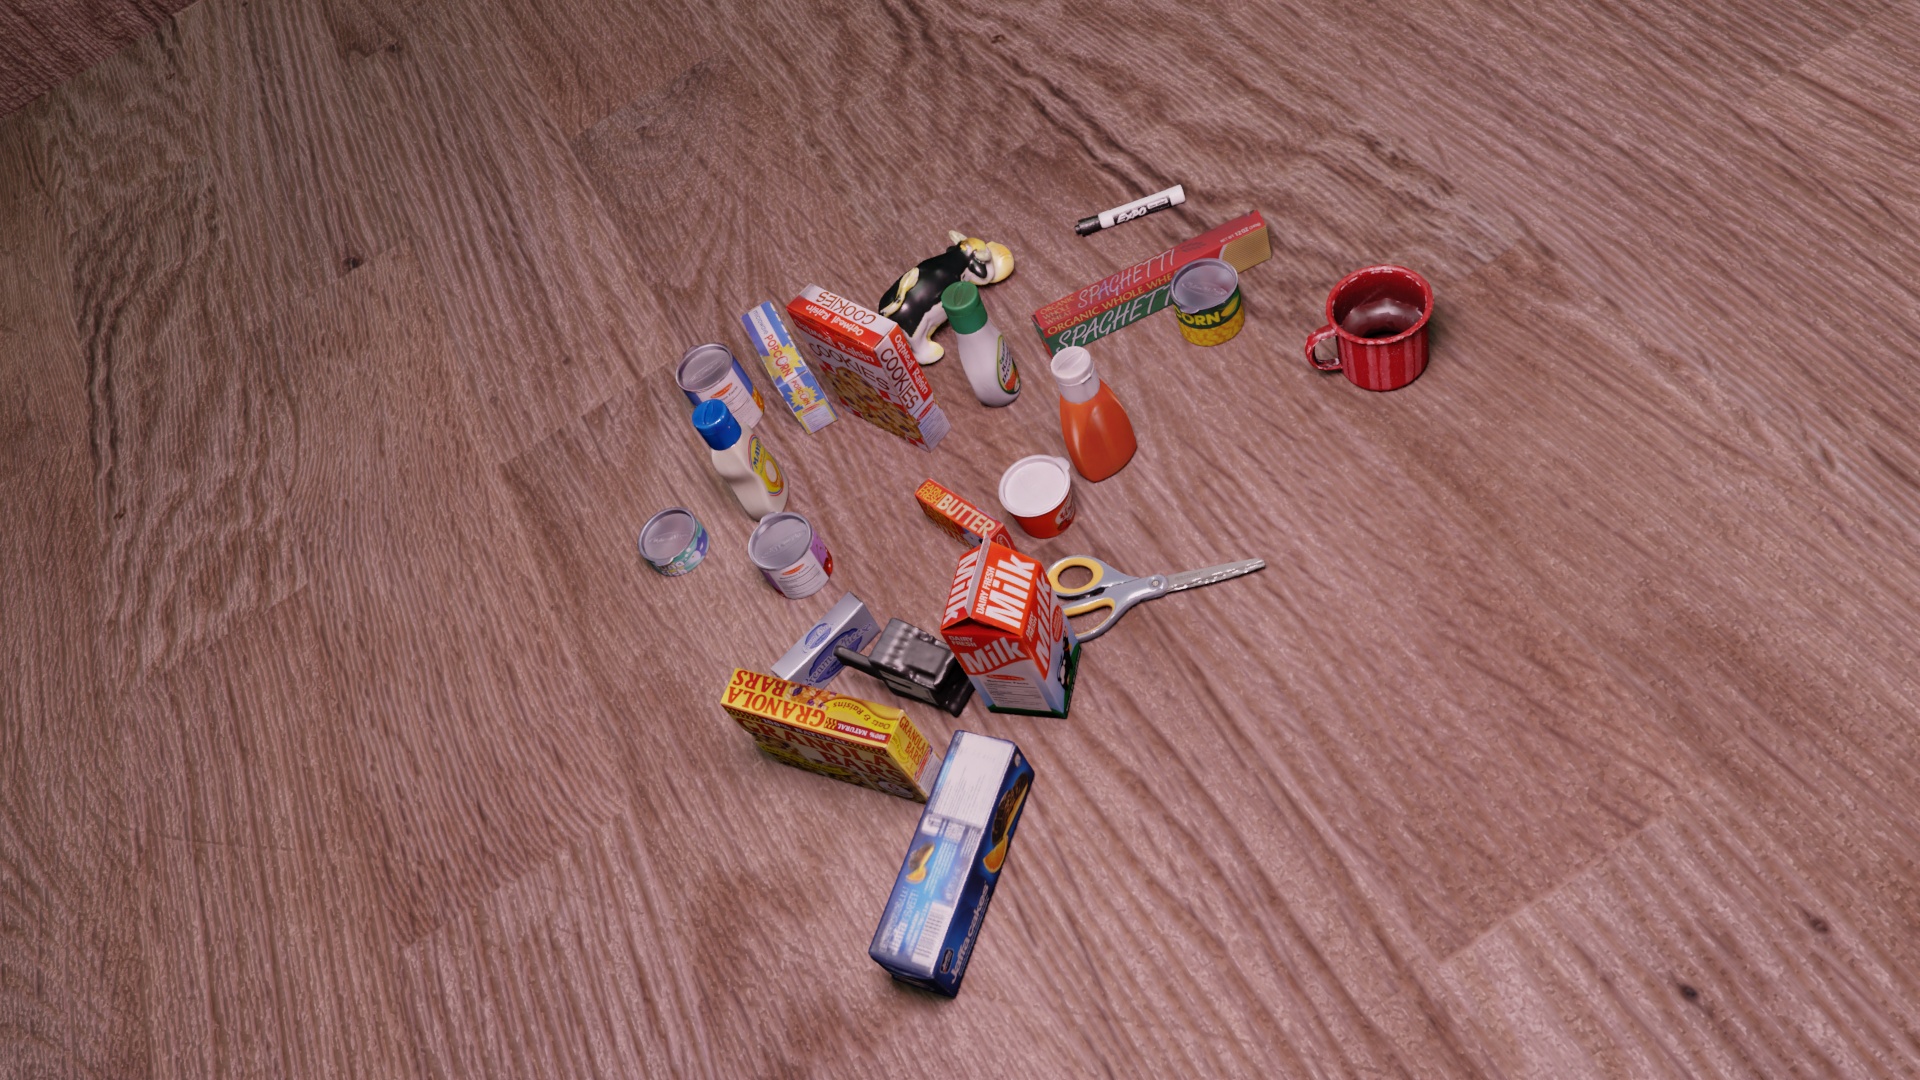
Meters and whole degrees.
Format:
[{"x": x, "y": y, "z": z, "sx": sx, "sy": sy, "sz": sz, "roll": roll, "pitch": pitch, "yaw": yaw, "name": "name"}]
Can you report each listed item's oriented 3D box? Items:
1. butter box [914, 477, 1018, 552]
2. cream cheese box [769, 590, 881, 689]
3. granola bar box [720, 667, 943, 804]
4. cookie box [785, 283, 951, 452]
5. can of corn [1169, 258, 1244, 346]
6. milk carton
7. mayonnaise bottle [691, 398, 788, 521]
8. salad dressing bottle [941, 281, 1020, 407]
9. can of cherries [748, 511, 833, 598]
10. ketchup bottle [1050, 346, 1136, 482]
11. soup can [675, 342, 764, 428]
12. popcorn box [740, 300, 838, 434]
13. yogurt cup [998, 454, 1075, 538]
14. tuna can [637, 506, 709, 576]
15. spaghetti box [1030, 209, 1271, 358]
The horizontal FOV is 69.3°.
[{"x": 0.005, "y": -0.016, "z": 1.310, "sx": 0.104, "sy": 0.053, "sz": 0.024, "roll": 33, "pitch": 74, "yaw": 34, "name": "butter box"}, {"x": -0.122, "y": 0.100, "z": 1.278, "sx": 0.104, "sy": 0.053, "sz": 0.024, "roll": -45, "pitch": 54, "yaw": -12, "name": "cream cheese box"}, {"x": -0.106, "y": 0.168, "z": 1.182, "sx": 0.165, "sy": 0.123, "sz": 0.039, "roll": 11, "pitch": 62, "yaw": 26, "name": "granola bar box"}, {"x": -0.090, "y": -0.169, "z": 1.377, "sx": 0.123, "sy": 0.166, "sz": 0.040, "roll": 29, "pitch": 71, "yaw": 33, "name": "cookie box"}, {"x": 0.242, "y": -0.232, "z": 1.365, "sx": 0.071, "sy": 0.058, "sz": 0.071, "roll": -10, "pitch": 55, "yaw": 14, "name": "can of corn"}, {"x": 0.039, "y": 0.073, "z": 1.151, "sx": 0.073, "sy": 0.189, "sz": 0.072, "roll": 2, "pitch": 59, "yaw": 22, "name": "milk carton"}, {"x": -0.217, "y": -0.082, "z": 1.377, "sx": 0.041, "sy": 0.147, "sz": 0.065, "roll": -8, "pitch": 56, "yaw": 16, "name": "mayonnaise bottle"}, {"x": 0.020, "y": -0.192, "z": 1.364, "sx": 0.044, "sy": 0.147, "sz": 0.064, "roll": -2, "pitch": 57, "yaw": 20, "name": "salad dressing bottle"}, {"x": -0.164, "y": 0.013, "z": 1.350, "sx": 0.071, "sy": 0.058, "sz": 0.072, "roll": -10, "pitch": 55, "yaw": 14, "name": "can of cherries"}, {"x": 0.119, "y": -0.118, "z": 1.276, "sx": 0.065, "sy": 0.148, "sz": 0.043, "roll": -40, "pitch": 53, "yaw": -8, "name": "ketchup bottle"}, {"x": -0.257, "y": -0.162, "z": 1.486, "sx": 0.071, "sy": 0.083, "sz": 0.072, "roll": -10, "pitch": 55, "yaw": 14, "name": "soup can"}, {"x": -0.182, "y": -0.184, "z": 1.472, "sx": 0.038, "sy": 0.085, "sz": 0.127, "roll": -30, "pitch": 52, "yaw": 0, "name": "popcorn box"}, {"x": 0.075, "y": -0.038, "z": 1.299, "sx": 0.072, "sy": 0.053, "sz": 0.073, "roll": -10, "pitch": 55, "yaw": 14, "name": "yogurt cup"}, {"x": -0.293, "y": 0.004, "z": 1.419, "sx": 0.071, "sy": 0.032, "sz": 0.071, "roll": -10, "pitch": 55, "yaw": 14, "name": "tuna can"}, {"x": 0.194, "y": -0.258, "z": 1.406, "sx": 0.250, "sy": 0.050, "sz": 0.029, "roll": -25, "pitch": 53, "yaw": 3, "name": "spaghetti box"}]
